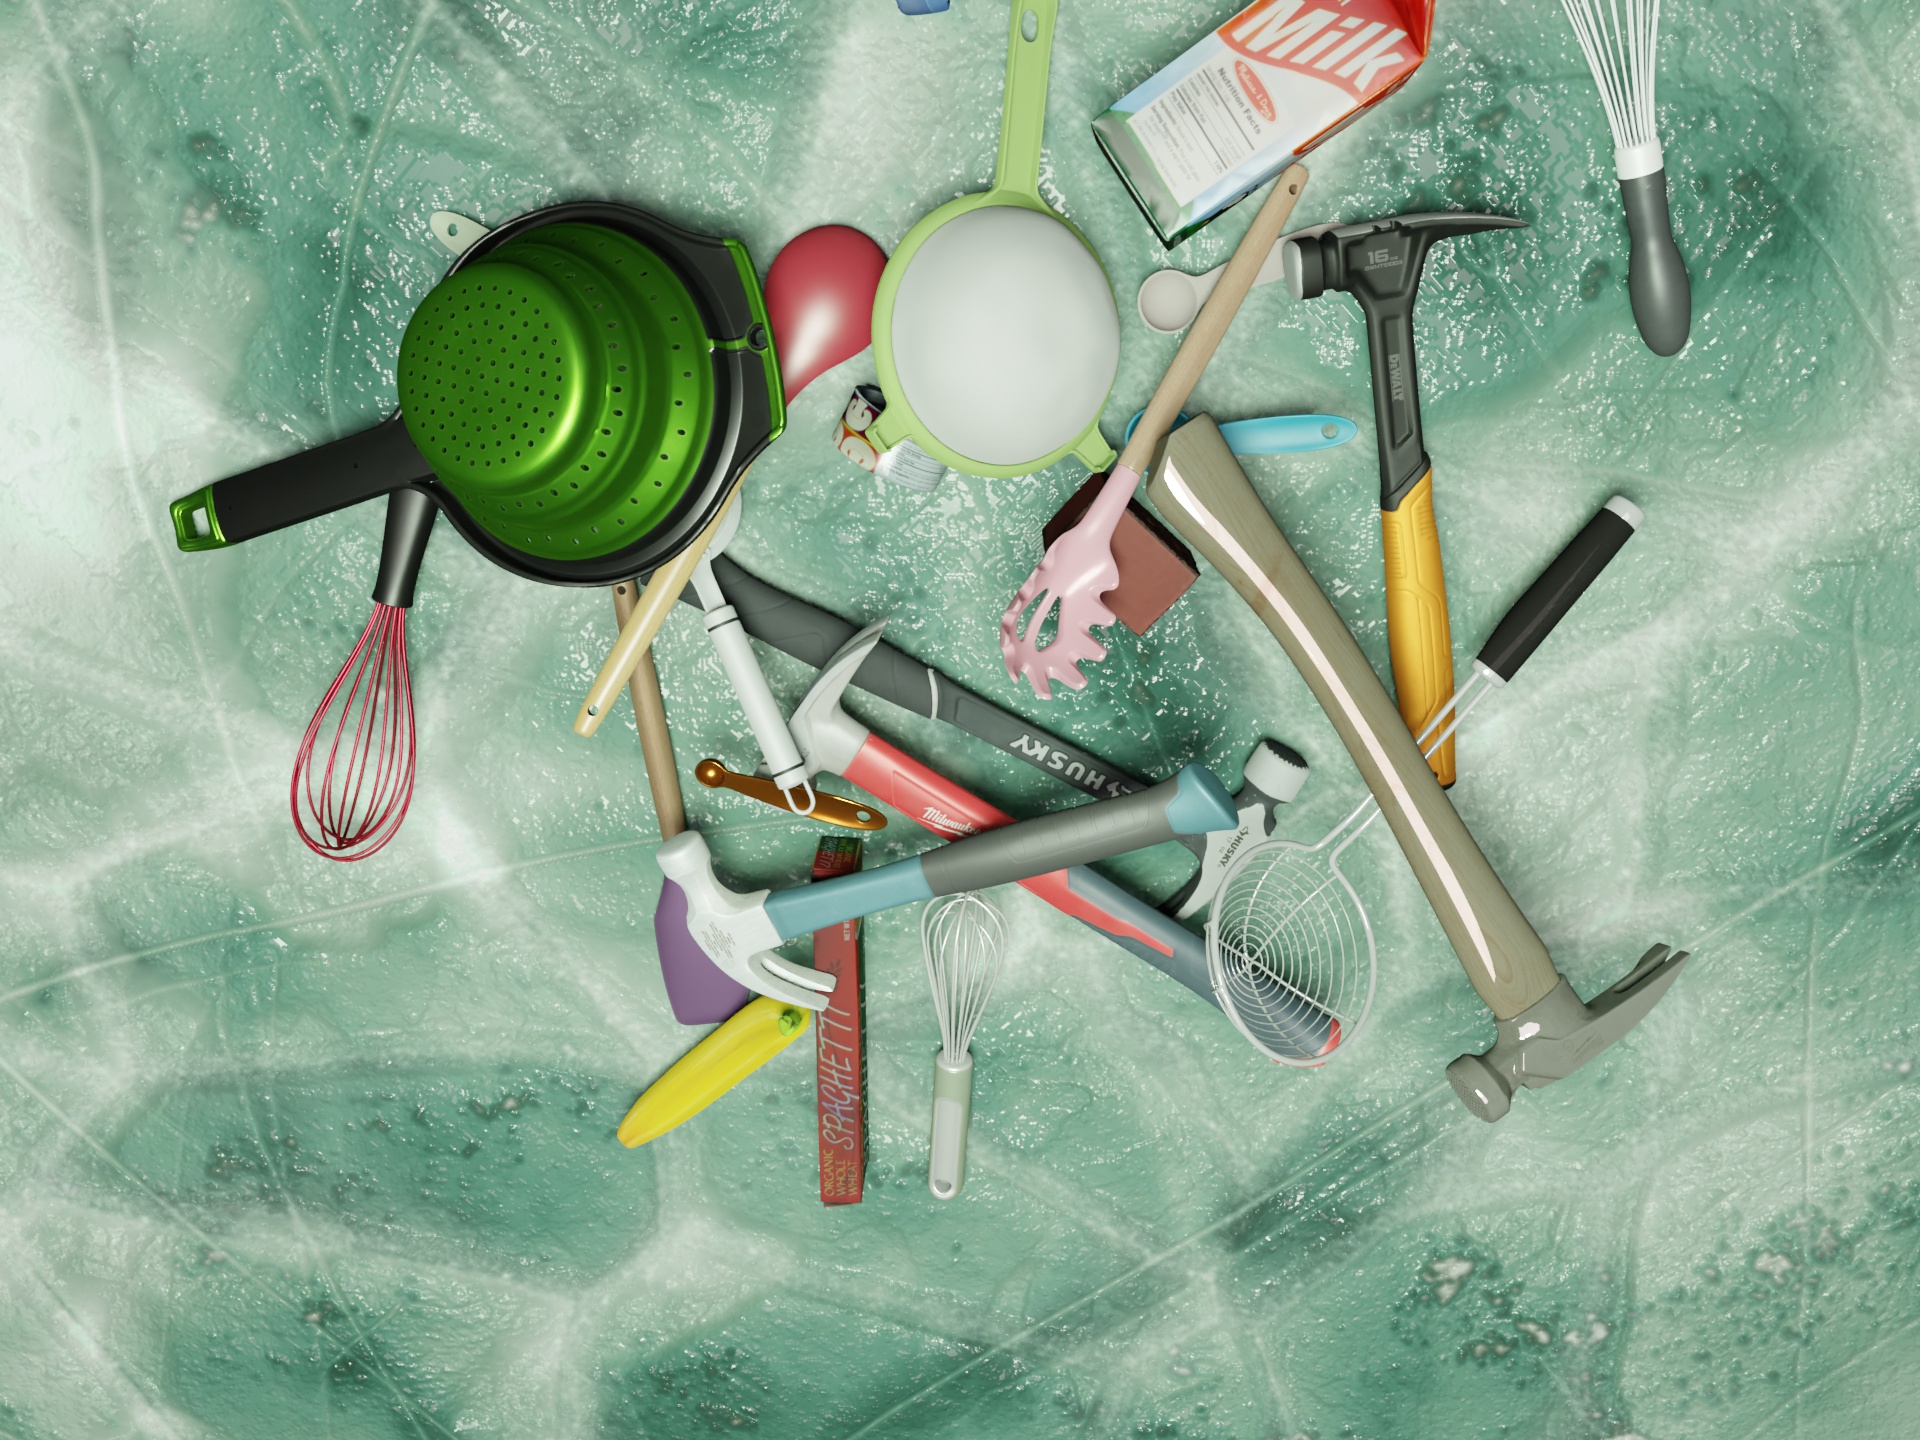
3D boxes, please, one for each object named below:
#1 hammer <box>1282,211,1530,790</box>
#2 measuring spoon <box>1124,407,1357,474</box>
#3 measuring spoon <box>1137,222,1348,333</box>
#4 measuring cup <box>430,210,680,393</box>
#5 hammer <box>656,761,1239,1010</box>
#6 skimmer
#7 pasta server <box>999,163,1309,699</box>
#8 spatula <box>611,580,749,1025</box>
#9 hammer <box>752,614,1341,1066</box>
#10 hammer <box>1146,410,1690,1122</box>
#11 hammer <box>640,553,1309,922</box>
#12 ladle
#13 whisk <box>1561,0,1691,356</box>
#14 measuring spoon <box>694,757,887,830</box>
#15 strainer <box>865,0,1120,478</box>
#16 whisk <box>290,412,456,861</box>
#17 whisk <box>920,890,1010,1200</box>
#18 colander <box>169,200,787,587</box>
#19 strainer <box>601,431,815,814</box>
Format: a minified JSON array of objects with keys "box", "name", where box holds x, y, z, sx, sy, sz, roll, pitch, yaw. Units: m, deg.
[{"box":[0.263,-0.114,0.907,0.127,0.034,0.336,-10,111,0],"name":"hammer"},{"box":[0.156,-0.160,0.888,0.128,0.021,0.042,0,113,19],"name":"measuring spoon"},{"box":[0.156,-0.246,0.877,0.124,0.018,0.034,-21,101,2],"name":"measuring spoon"},{"box":[-0.218,-0.239,0.882,0.167,0.038,0.083,31,107,8],"name":"measuring cup"},{"box":[-0.006,0.084,0.912,0.331,0.033,0.128,-17,113,18],"name":"hammer"},{"box":[0.271,0.031,0.892,0.127,0.090,0.363,35,100,-20],"name":"skimmer"},{"box":[0.107,-0.157,0.853,0.060,0.040,0.316,29,92,-24],"name":"pasta server"},{"box":[-0.180,0.054,0.993,0.060,0.018,0.315,-7,111,2],"name":"spatula"},{"box":[0.072,0.088,0.945,0.386,0.038,0.143,32,125,-7],"name":"hammer"},{"box":[0.234,0.011,0.852,0.146,0.038,0.410,-34,97,-5],"name":"hammer"},{"box":[-0.002,-0.003,0.959,0.409,0.036,0.149,27,110,-8],"name":"hammer"},{"box":[-0.128,-0.130,0.862,0.069,0.031,0.315,29,89,-7],"name":"ladle"},{"box":[0.344,-0.322,0.819,0.070,0.070,0.284,-17,114,8],"name":"whisk"},{"box":[-0.098,0.043,0.931,0.117,0.011,0.021,16,126,-1],"name":"measuring spoon"},{"box":[0.039,-0.253,0.824,0.151,0.069,0.256,1,100,-28],"name":"strainer"},{"box":[-0.339,-0.052,0.941,0.073,0.073,0.295,16,103,-4],"name":"whisk"},{"box":[-0.003,0.214,1.034,0.058,0.059,0.246,9,116,11],"name":"whisk"},{"box":[-0.291,-0.153,0.840,0.397,0.094,0.204,-13,90,19],"name":"colander"},{"box":[-0.137,-0.066,0.896,0.087,0.050,0.258,-25,92,-21],"name":"strainer"}]
